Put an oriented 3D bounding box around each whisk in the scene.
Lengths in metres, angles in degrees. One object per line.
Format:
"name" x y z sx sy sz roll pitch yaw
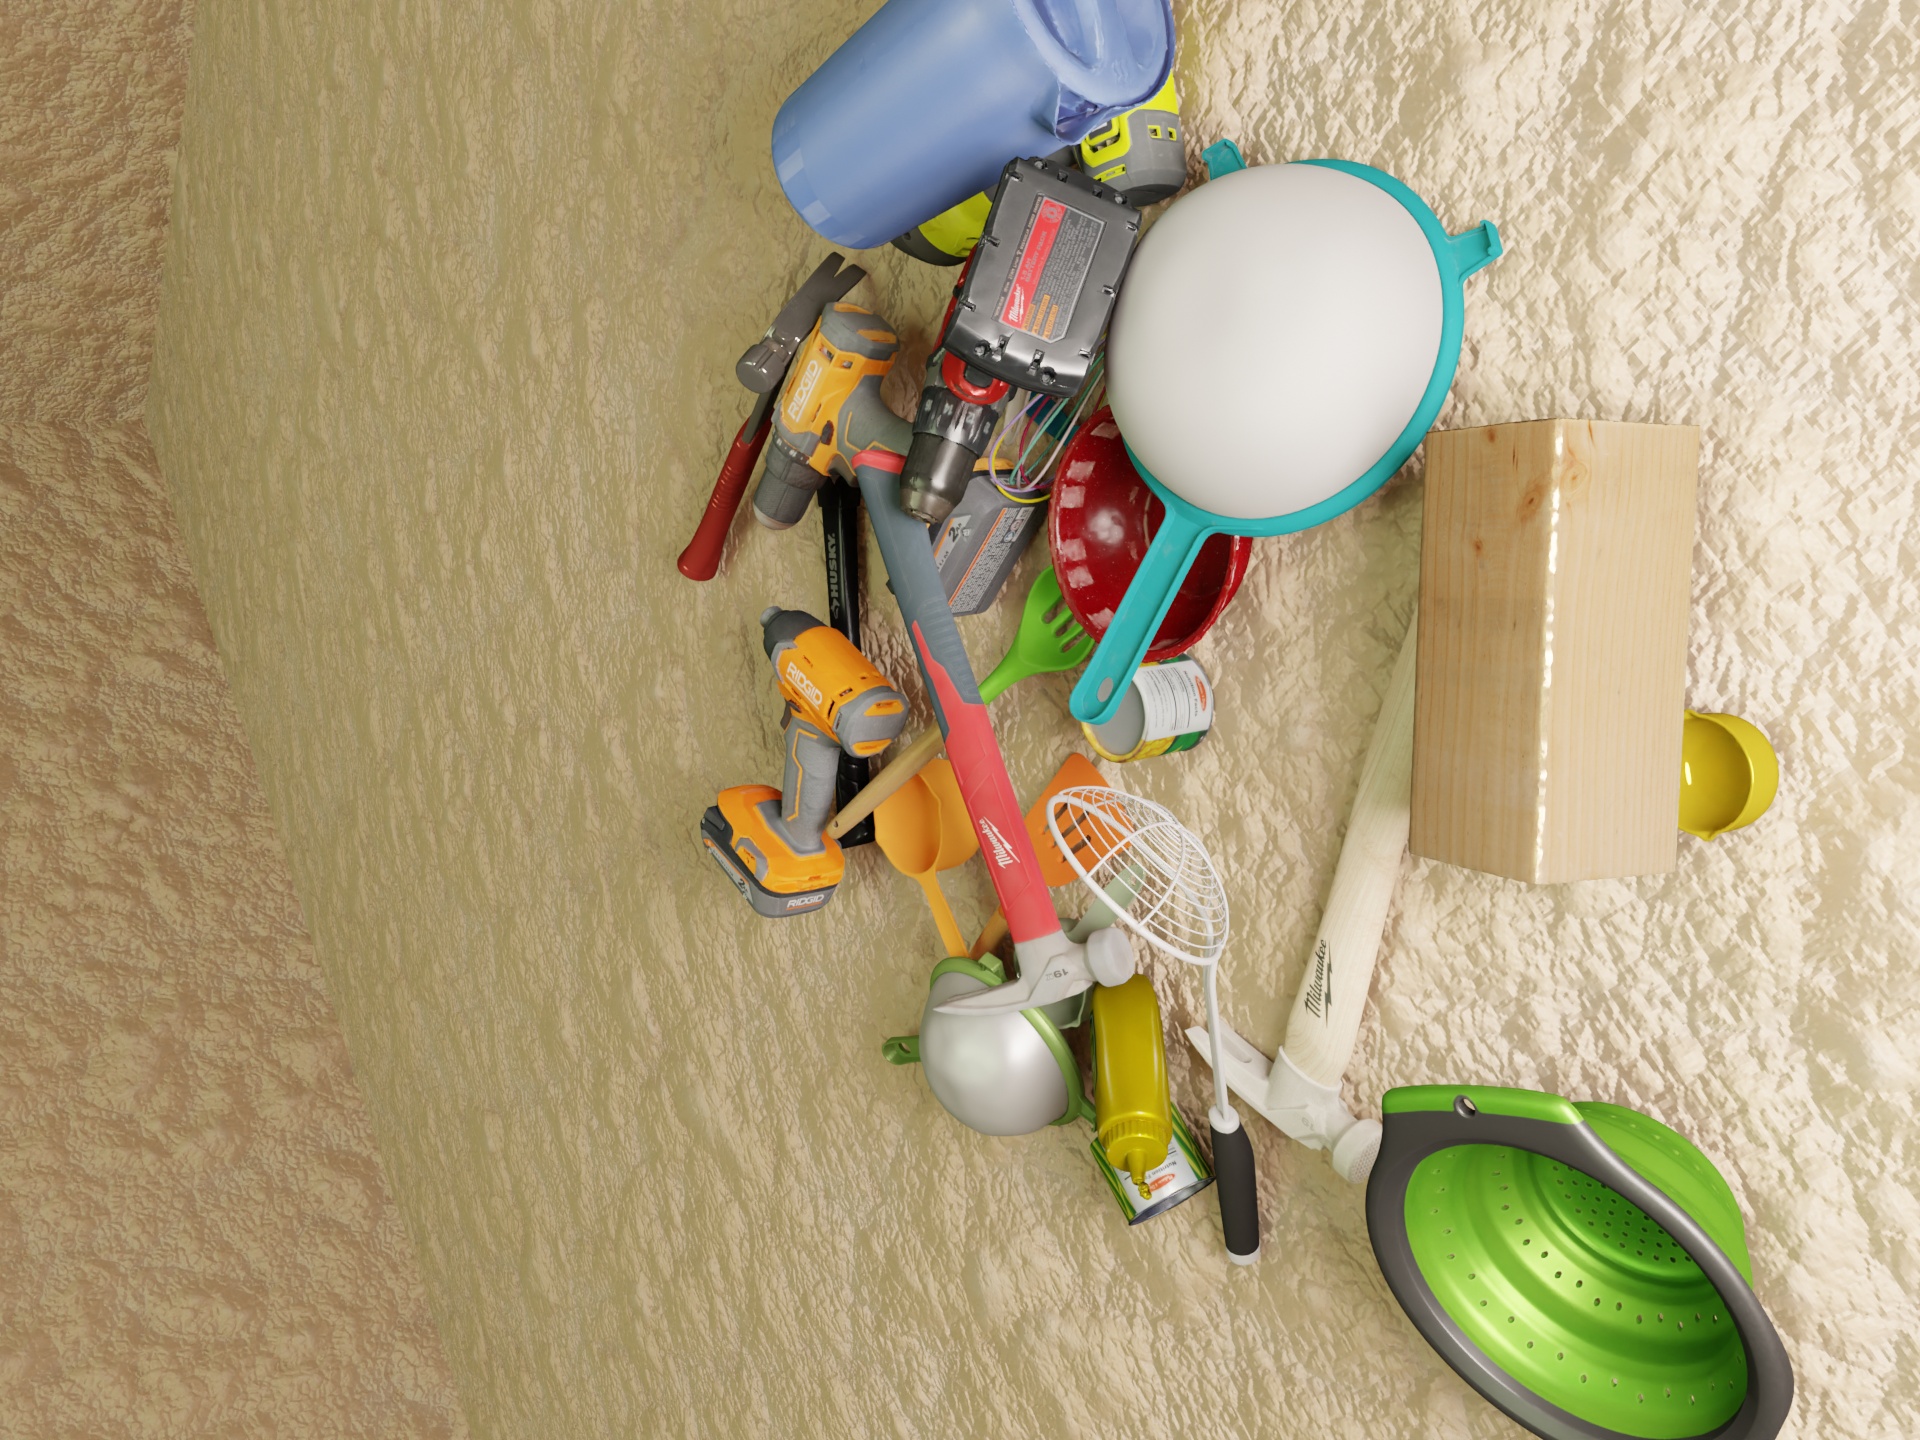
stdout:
"whisk" 0.097 -0.230 0.994 0.047 0.051 0.245 50 124 17

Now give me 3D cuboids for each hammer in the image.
"hammer" -0.175 -0.230 1.328 0.036 0.149 0.359 34 146 -3
"hammer" 0.230 0.059 0.905 0.146 0.038 0.410 36 124 44
"hammer" -0.010 0.007 1.069 0.143 0.038 0.386 -19 89 27
"hammer" -0.097 -0.057 1.301 0.146 0.035 0.334 11 106 50

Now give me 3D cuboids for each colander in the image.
"colander" 0.346 0.329 0.790 0.204 0.094 0.397 -14 105 52

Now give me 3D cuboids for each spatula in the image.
"spatula" 0.035 0.155 1.191 0.081 0.041 0.322 57 141 28

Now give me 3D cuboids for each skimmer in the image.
"skimmer" 0.123 0.199 0.953 0.127 0.090 0.363 -105 3 -61

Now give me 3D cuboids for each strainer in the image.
"strainer" 0.123 -0.154 0.861 0.211 0.095 0.340 34 104 36
"strainer" -0.012 0.261 1.202 0.151 0.069 0.256 57 148 -7

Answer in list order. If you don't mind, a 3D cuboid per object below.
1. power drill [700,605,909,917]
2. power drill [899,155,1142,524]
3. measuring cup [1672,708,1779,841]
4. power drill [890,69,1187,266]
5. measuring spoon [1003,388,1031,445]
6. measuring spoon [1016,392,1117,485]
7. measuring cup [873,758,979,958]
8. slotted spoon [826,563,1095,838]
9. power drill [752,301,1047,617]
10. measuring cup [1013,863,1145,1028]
"power drill" -0.135 0.026 1.279 0.164 0.084 0.226 45 126 36
"power drill" 0.019 -0.217 0.946 0.227 0.080 0.188 -178 108 -80
"measuring cup" 0.331 0.030 0.785 0.156 0.029 0.062 -15 82 64
"power drill" 0.041 -0.394 1.018 0.223 0.080 0.171 -6 94 49
"measuring spoon" 0.053 -0.243 1.077 0.034 0.018 0.124 51 133 45
"measuring spoon" 0.072 -0.199 1.071 0.129 0.021 0.042 54 129 43
"measuring cup" -0.007 0.111 1.209 0.095 0.052 0.174 -35 72 50
"slotted spoon" -0.002 -0.004 1.143 0.313 0.031 0.070 -43 63 32
"power drill" -0.061 -0.167 1.160 0.226 0.084 0.185 48 126 25
"measuring cup" 0.095 0.148 1.099 0.083 0.038 0.167 58 135 26
